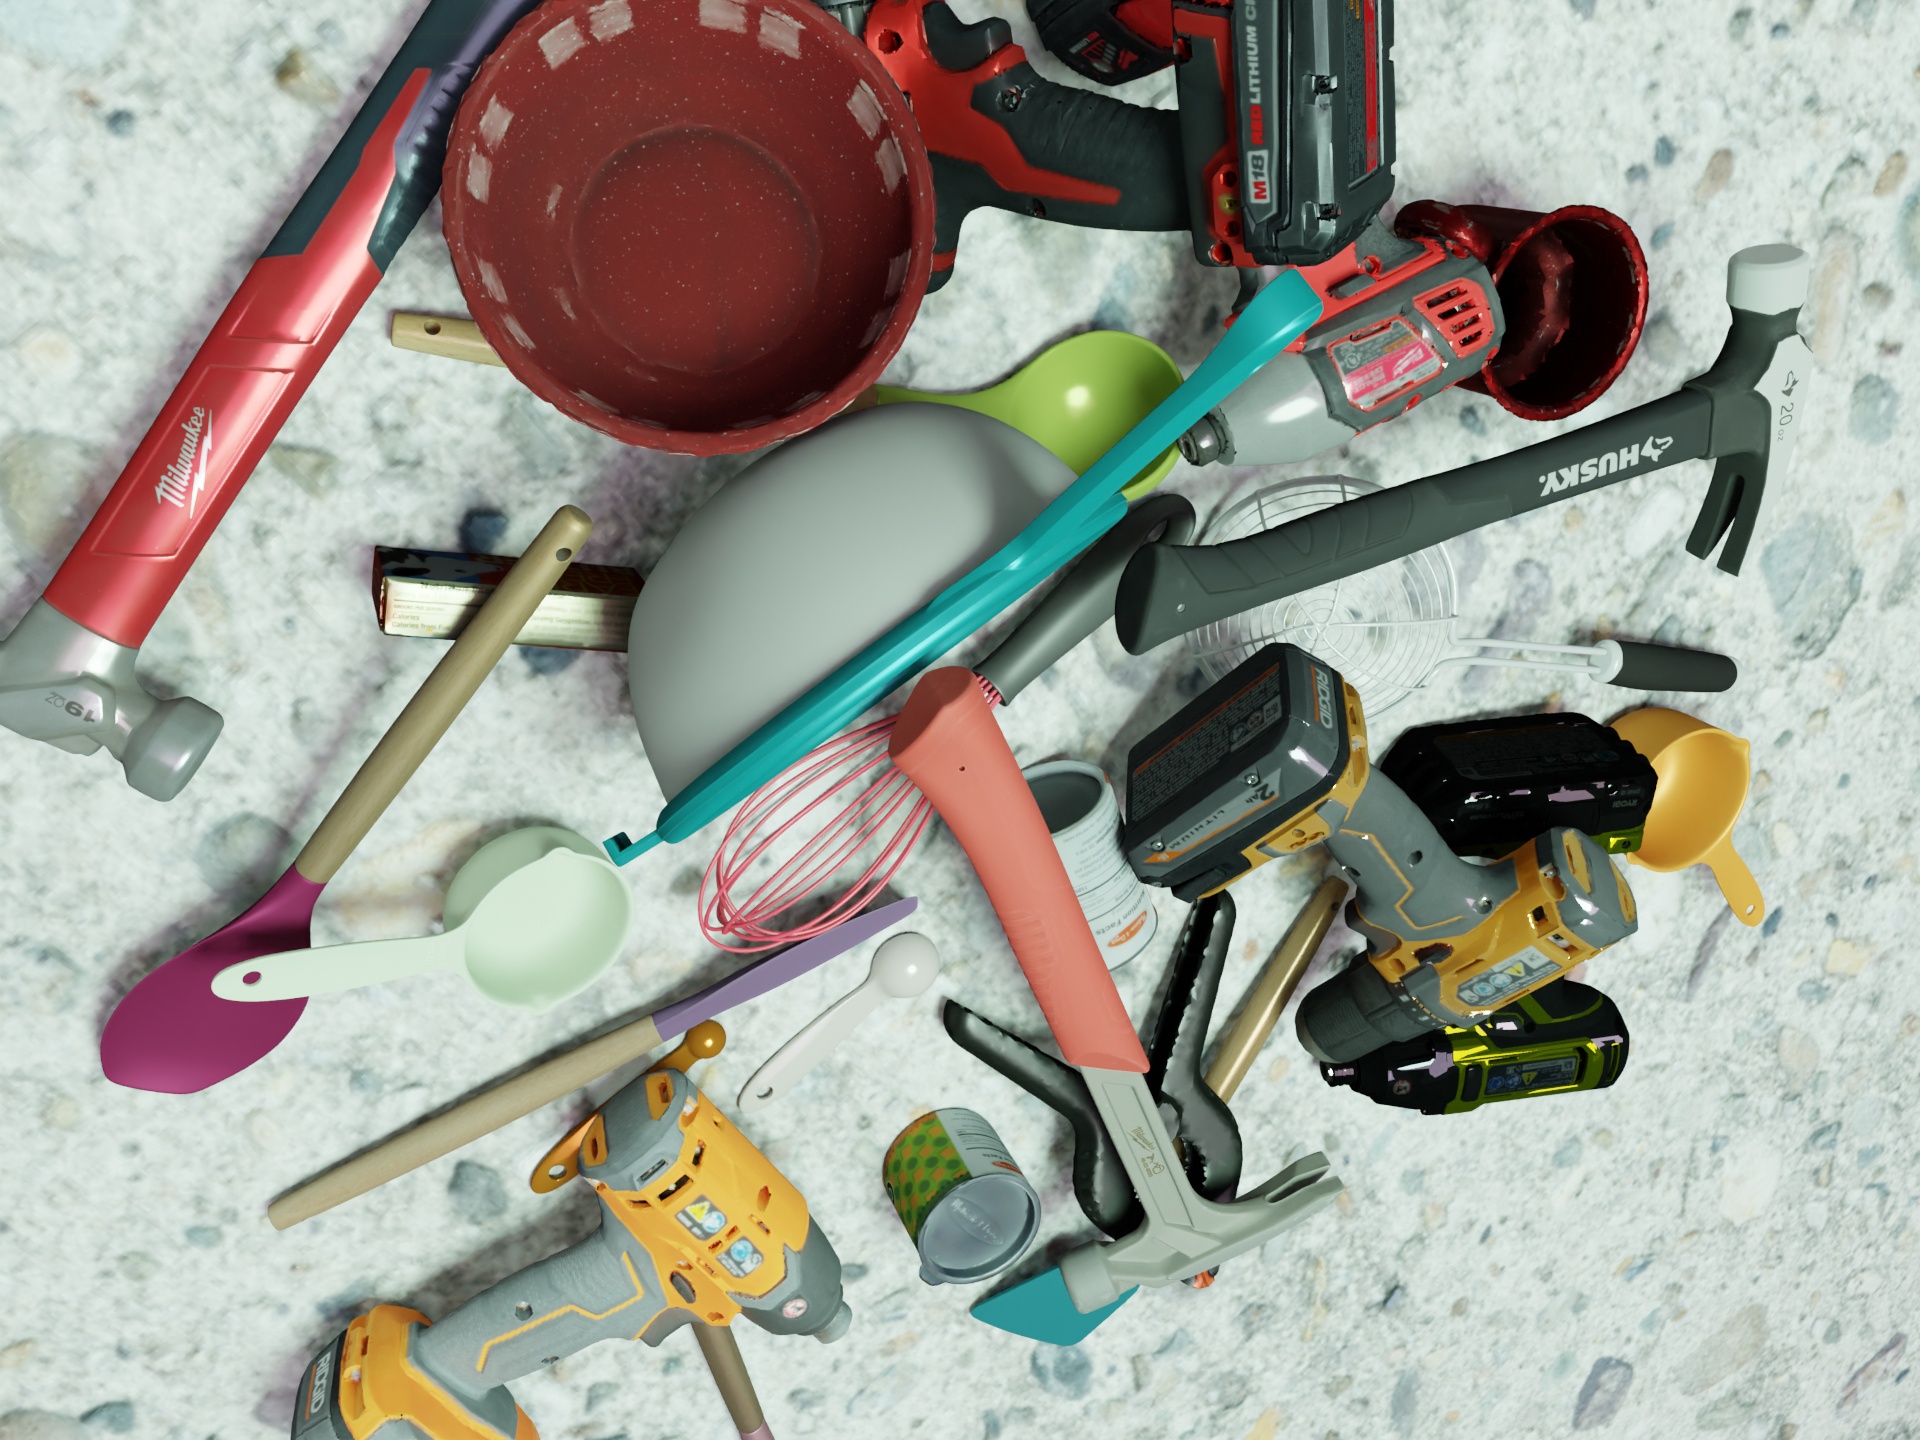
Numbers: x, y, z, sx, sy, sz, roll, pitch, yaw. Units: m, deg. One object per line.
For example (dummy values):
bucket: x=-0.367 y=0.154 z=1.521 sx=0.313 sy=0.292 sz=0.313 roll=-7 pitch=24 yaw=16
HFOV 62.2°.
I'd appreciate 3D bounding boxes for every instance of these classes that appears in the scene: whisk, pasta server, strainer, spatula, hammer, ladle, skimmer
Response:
whisk: x=-0.001 y=-0.002 z=0.714 sx=0.296 sy=0.073 sz=0.073 roll=-42 pitch=121 yaw=-10
pasta server: x=-0.115 y=0.350 z=0.821 sx=0.060 sy=0.040 sz=0.316 roll=-17 pitch=116 yaw=-6
strainer: x=-0.017 y=-0.075 z=0.539 sx=0.211 sy=0.340 sz=0.095 roll=-37 pitch=90 yaw=-37
spatula: x=-0.161 y=0.151 z=0.720 sx=0.316 sy=0.059 sz=0.018 roll=-26 pitch=75 yaw=-8
hammer: x=0.221 y=-0.092 z=0.691 sx=0.334 sy=0.035 sz=0.146 roll=-19 pitch=123 yaw=-12
hammer: x=0.064 y=0.126 z=0.729 sx=0.149 sy=0.037 sz=0.358 roll=-25 pitch=118 yaw=-2
spatula: x=0.122 y=0.220 z=0.879 sx=0.082 sy=0.044 sz=0.317 roll=29 pitch=93 yaw=-30
ladle: x=-0.057 y=-0.136 z=0.633 sx=0.320 sy=0.062 sz=0.078 roll=4 pitch=75 yaw=-21
hammer: x=-0.233 y=-0.166 z=0.547 sx=0.143 sy=0.038 sz=0.386 roll=34 pitch=93 yaw=-17
skimmer: x=0.278 y=-0.048 z=0.830 sx=0.363 sy=0.090 sz=0.127 roll=3 pitch=116 yaw=-35

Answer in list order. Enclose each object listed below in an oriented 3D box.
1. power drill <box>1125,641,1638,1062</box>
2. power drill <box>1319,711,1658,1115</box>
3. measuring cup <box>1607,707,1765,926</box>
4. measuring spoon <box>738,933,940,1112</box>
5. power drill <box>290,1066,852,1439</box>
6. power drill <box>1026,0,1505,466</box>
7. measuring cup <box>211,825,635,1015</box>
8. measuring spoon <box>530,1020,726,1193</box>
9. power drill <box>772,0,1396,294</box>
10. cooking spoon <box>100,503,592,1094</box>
power drill: x=0.180 y=0.080 z=0.764 sx=0.226 sy=0.084 sz=0.185 roll=32 pitch=129 yaw=-22
power drill: x=0.287 y=0.115 z=0.871 sx=0.171 sy=0.080 sz=0.223 roll=-5 pitch=117 yaw=-7
measuring cup: x=0.419 y=0.061 z=0.924 sx=0.095 sy=0.052 sz=0.173 roll=-45 pitch=123 yaw=-1
measuring spoon: x=-0.058 y=0.152 z=0.773 sx=0.124 sy=0.018 sz=0.034 roll=-41 pitch=121 yaw=-2
power drill: x=-0.167 y=0.285 z=0.732 sx=0.226 sy=0.084 sz=0.164 roll=-39 pitch=114 yaw=-2
power drill: x=0.118 y=-0.213 z=0.632 sx=0.143 sy=0.079 sz=0.219 roll=-29 pitch=105 yaw=-10
measuring cup: x=-0.217 y=0.085 z=0.647 sx=0.167 sy=0.038 sz=0.083 roll=-6 pitch=120 yaw=-35
measuring spoon: x=-0.156 y=0.184 z=0.748 sx=0.117 sy=0.011 sz=0.021 roll=-41 pitch=121 yaw=-3
power drill: x=0.026 y=-0.239 z=0.545 sx=0.080 sy=0.227 sz=0.187 roll=-43 pitch=132 yaw=-49
cooking spoon: x=-0.236 y=0.040 z=0.611 sx=0.068 sy=0.017 sz=0.319 roll=25 pitch=114 yaw=-42
